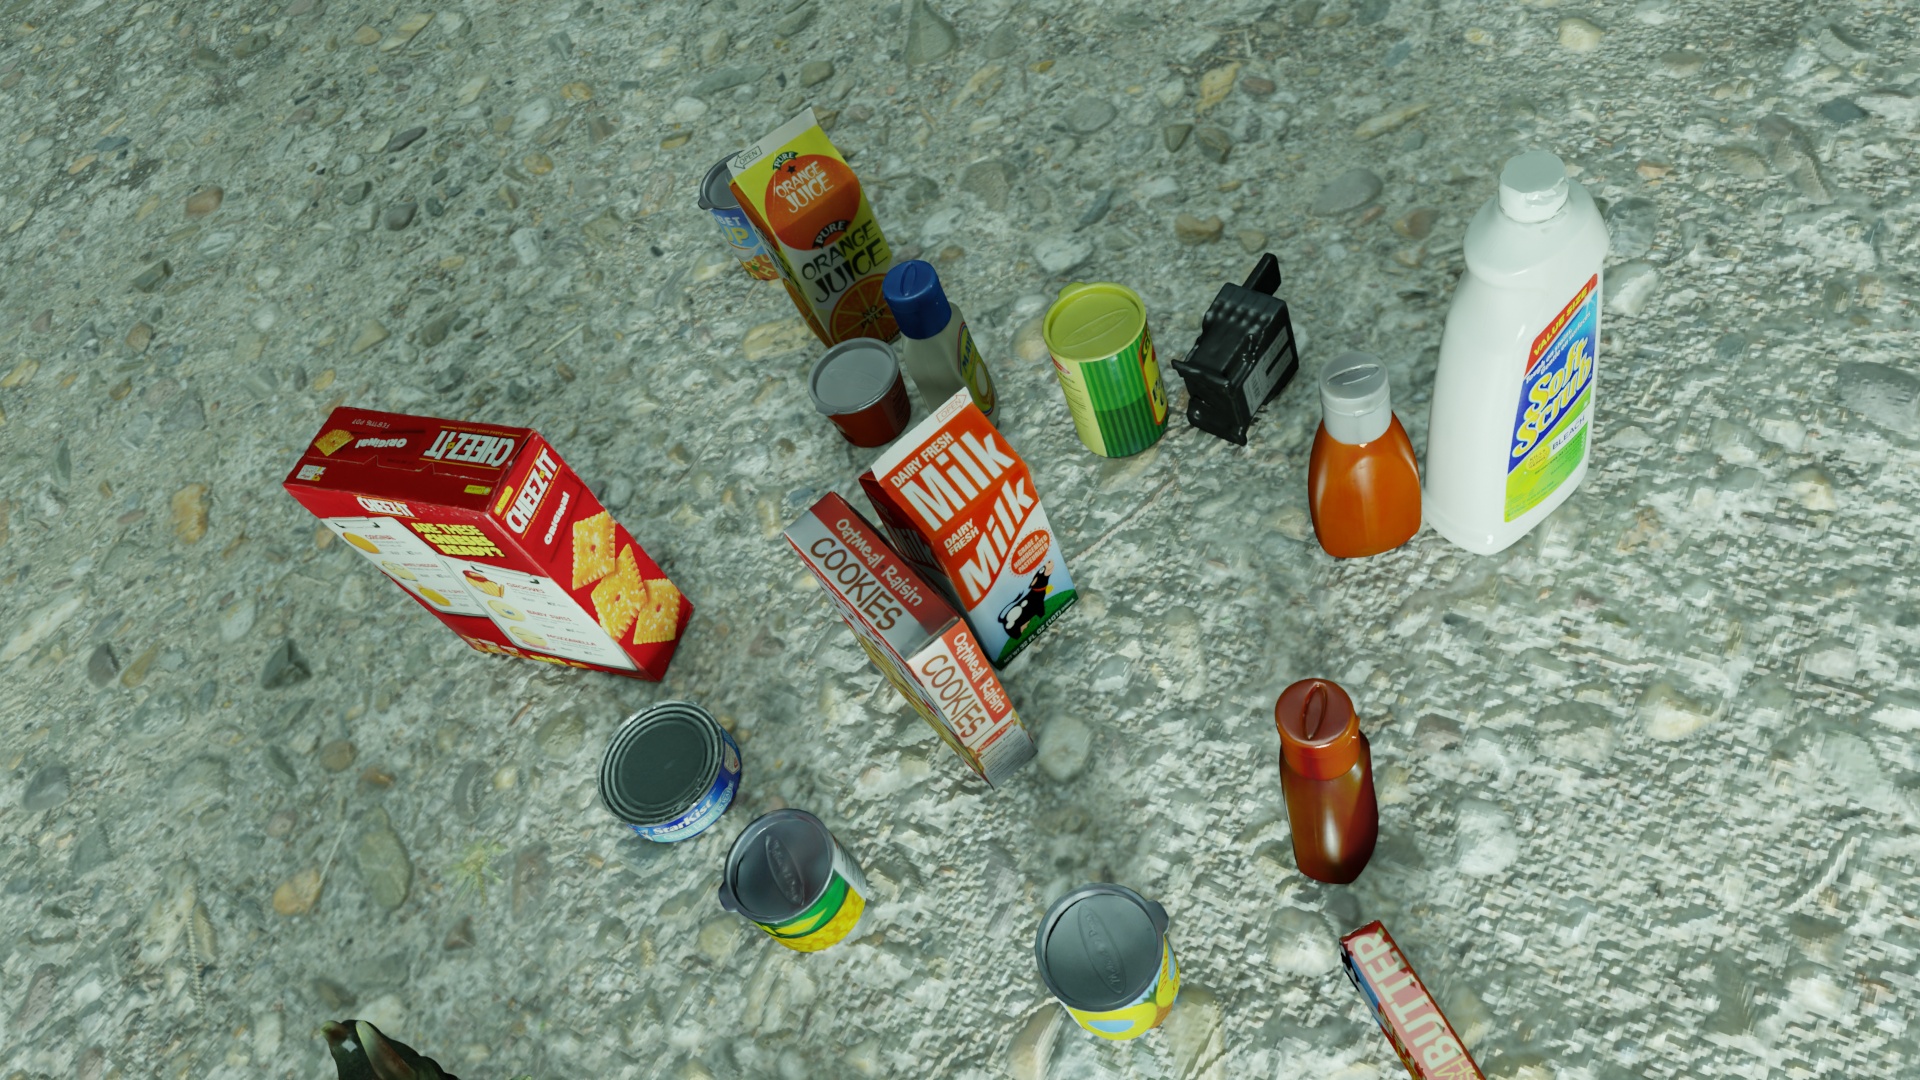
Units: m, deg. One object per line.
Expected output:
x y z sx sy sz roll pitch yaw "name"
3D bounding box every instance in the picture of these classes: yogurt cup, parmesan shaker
-0.069 -0.104 0.996 0.072 0.053 0.073 -9 54 13 "yogurt cup"
0.097 -0.113 0.914 0.071 0.102 0.071 -9 55 13 "parmesan shaker"

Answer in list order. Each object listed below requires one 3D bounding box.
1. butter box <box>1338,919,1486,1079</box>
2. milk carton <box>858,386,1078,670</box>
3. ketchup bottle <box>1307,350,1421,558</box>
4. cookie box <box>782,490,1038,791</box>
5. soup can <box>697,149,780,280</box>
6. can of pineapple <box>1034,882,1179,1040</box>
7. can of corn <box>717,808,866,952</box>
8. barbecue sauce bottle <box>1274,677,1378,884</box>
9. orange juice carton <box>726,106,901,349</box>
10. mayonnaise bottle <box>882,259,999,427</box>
0.219 0.236 0.661 0.024 0.053 0.104 -28 52 -1 "butter box"
0.003 -0.010 0.820 0.072 0.189 0.073 -42 54 -11 "milk carton"
0.229 -0.047 0.794 0.065 0.148 0.044 -16 53 8 "ketchup bottle"
-0.026 0.059 0.797 0.040 0.166 0.123 -40 54 -10 "cookie box"
-0.164 -0.260 1.118 0.071 0.083 0.072 -9 54 13 "soup can"
0.079 0.218 0.719 0.071 0.057 0.071 -9 54 13 "can of pineapple"
-0.095 0.197 0.795 0.071 0.058 0.071 -9 54 13 "can of corn"
0.183 0.118 0.695 0.043 0.148 0.065 8 60 24 "barbecue sauce bottle"
-0.101 -0.219 0.999 0.072 0.192 0.073 -36 53 -7 "orange juice carton"
-0.012 -0.124 0.931 0.041 0.147 0.065 -3 56 18 "mayonnaise bottle"
